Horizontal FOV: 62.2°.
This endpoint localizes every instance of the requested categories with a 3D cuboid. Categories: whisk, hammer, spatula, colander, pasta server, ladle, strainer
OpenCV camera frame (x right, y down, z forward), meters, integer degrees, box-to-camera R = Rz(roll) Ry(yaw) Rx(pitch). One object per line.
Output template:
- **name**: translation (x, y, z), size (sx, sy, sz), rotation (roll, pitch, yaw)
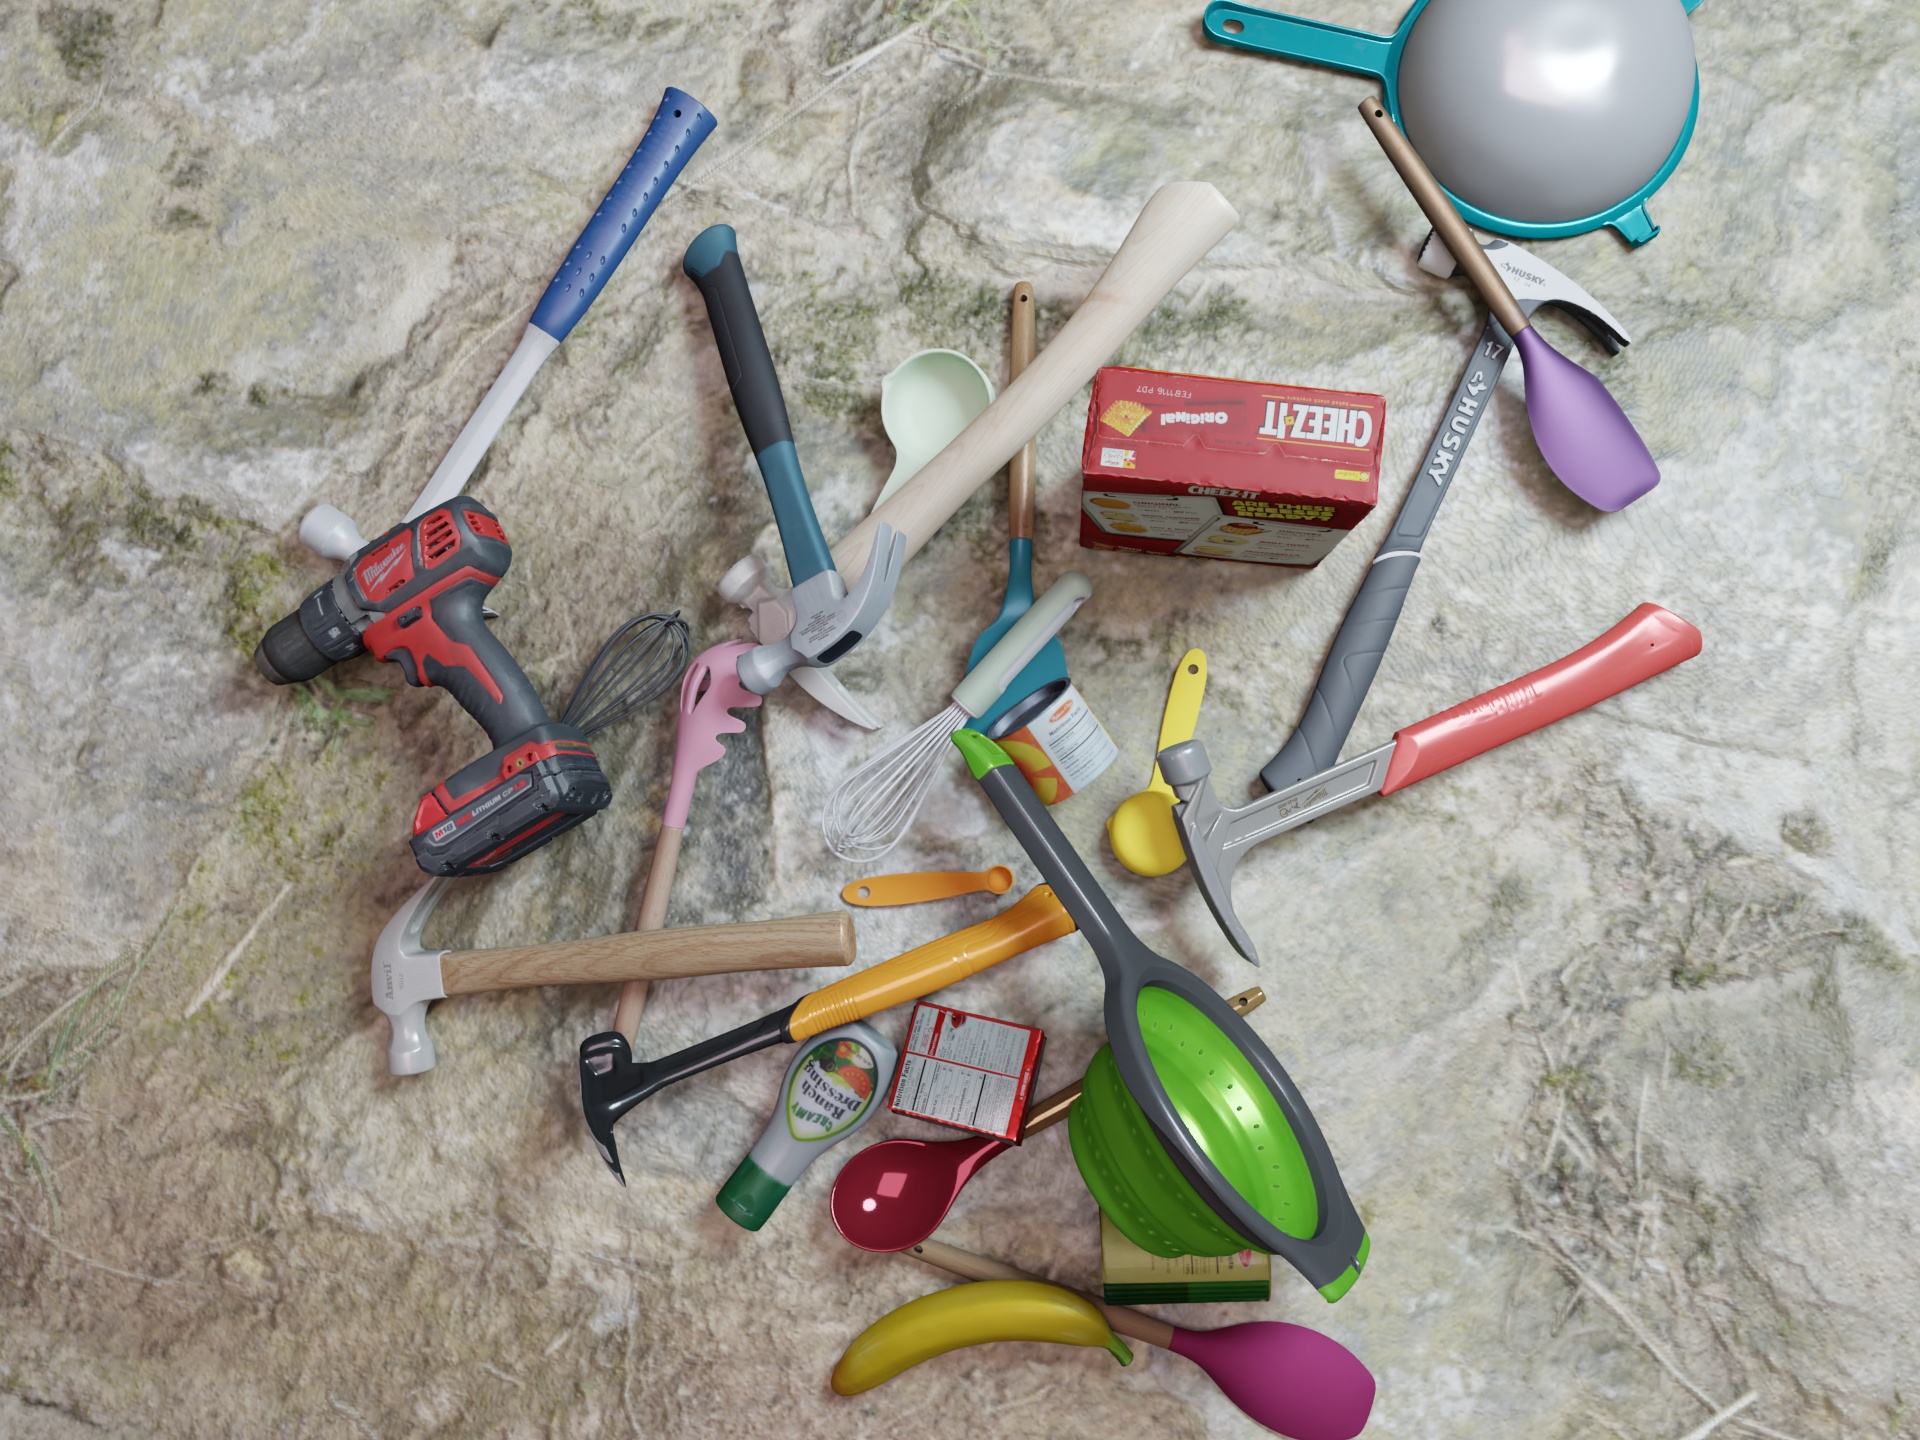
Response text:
- **whisk**: translation (-0.002, -0.003, 1.038), size (0.246, 0.057, 0.059), rotation (-47, 69, 6)
- **hammer**: translation (0.302, -0.123, 1.054), size (0.149, 0.036, 0.409), rotation (24, 87, 5)
- **hammer**: translation (-0.230, 0.153, 1.037), size (0.331, 0.031, 0.130), rotation (-7, 91, 11)
- **spatula**: translation (0.349, -0.273, 1.036), size (0.060, 0.018, 0.316), rotation (-32, 87, 1)
- **whisk**: translation (-0.271, 0.012, 1.076), size (0.239, 0.055, 0.055), rotation (-44, 84, 4)
- **hammer**: translation (-0.078, 0.184, 1.011), size (0.337, 0.127, 0.034), rotation (-22, 116, -7)
- **spatula**: translation (0.040, -0.144, 1.080), size (0.082, 0.044, 0.318), rotation (1, 80, 4)
- **colander**: translation (0.086, 0.185, 0.967), size (0.094, 0.204, 0.397), rotation (-40, 74, 20)
- **hammer**: translation (0.027, -0.176, 1.030), size (0.410, 0.038, 0.146), rotation (-44, 85, 13)
- **pasta server**: translation (-0.192, 0.098, 1.063), size (0.060, 0.040, 0.316), rotation (16, 93, 45)
- **hammer**: translation (-0.290, -0.257, 1.105), size (0.144, 0.035, 0.405), rotation (32, 87, 6)
- **hammer**: translation (0.311, 0.022, 1.020), size (0.359, 0.037, 0.149), rotation (-23, 95, -5)
- **ladle**: translation (0.060, 0.253, 1.038), size (0.315, 0.031, 0.069), rotation (-28, 71, -1)
- **hammer**: translation (-0.127, -0.187, 1.048), size (0.128, 0.033, 0.331), rotation (-26, 68, 19)
- **strainer**: translation (0.331, -0.449, 1.051), size (0.340, 0.095, 0.211), rotation (13, 86, 4)

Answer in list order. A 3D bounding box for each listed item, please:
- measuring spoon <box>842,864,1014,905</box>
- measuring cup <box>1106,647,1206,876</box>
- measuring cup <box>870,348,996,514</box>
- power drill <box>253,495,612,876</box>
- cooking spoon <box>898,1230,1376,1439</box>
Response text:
- **measuring spoon**: translation (-0.022, 0.111, 1.067), size (0.117, 0.011, 0.021), rotation (-6, 85, 7)
- **measuring cup**: translation (0.139, 0.027, 1.051), size (0.062, 0.029, 0.156), rotation (14, 87, 5)
- **measuring cup**: translation (-0.032, -0.171, 1.084), size (0.083, 0.038, 0.167), rotation (28, 102, 8)
- **power drill**: translation (-0.348, -0.011, 1.034), size (0.188, 0.080, 0.227), rotation (-30, 80, 10)
- **cooking spoon**: translation (0.111, 0.389, 1.025), size (0.319, 0.017, 0.069), rotation (18, 87, 5)
